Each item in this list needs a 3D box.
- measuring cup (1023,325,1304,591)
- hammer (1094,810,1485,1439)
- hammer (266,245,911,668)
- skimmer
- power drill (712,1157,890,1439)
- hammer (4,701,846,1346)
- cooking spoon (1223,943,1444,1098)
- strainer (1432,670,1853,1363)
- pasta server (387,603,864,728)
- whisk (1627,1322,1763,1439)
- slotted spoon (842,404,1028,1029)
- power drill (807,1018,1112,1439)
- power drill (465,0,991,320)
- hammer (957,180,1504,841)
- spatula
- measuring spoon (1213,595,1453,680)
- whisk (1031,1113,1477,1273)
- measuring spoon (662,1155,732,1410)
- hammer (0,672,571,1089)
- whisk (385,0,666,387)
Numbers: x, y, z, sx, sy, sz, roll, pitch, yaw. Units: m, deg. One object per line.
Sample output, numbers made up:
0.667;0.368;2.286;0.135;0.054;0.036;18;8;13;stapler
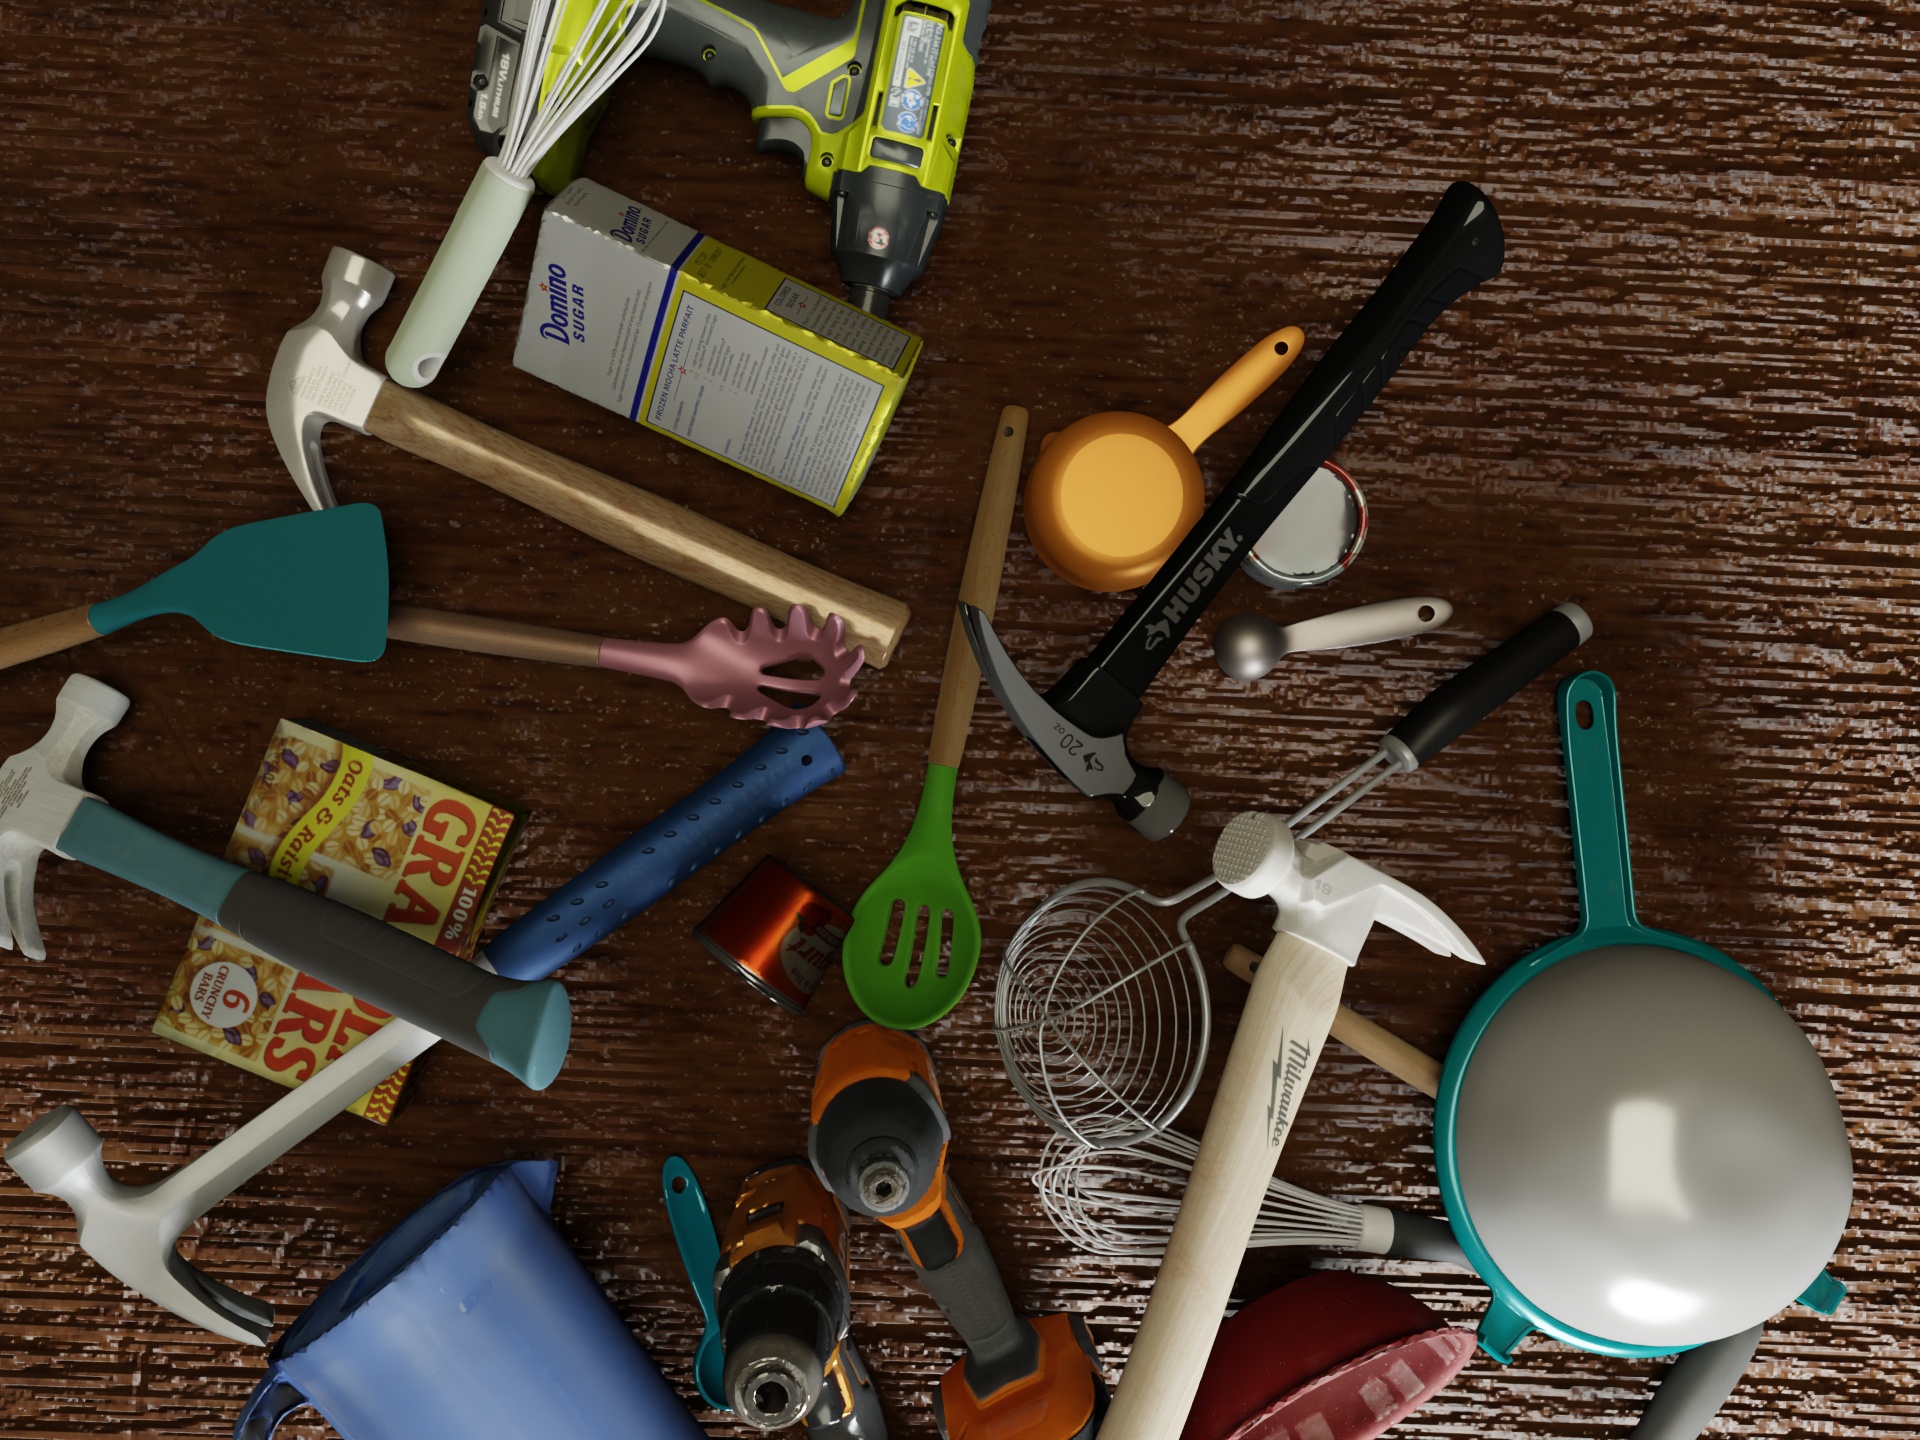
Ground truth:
0.107;-0.136;0.779;0.173;0.052;0.095;-42;92;2;measuring cup
0.107;0.254;0.697;0.146;0.038;0.411;27;80;-26;hammer
-0.182;-0.105;0.785;0.331;0.031;0.130;24;91;-2;hammer
0.171;0.067;0.791;0.363;0.090;0.127;-35;52;-11;skimmer
-0.054;0.335;0.729;0.084;0.185;0.226;-19;95;-2;power drill
-0.226;0.130;0.757;0.405;0.035;0.144;-36;107;-10;hammer
0.271;0.201;0.809;0.319;0.017;0.069;31;79;-1;cooking spoon
0.337;0.142;0.761;0.211;0.095;0.340;-5;87;-8;strainer
-0.201;-0.040;0.771;0.316;0.040;0.060;8;74;5;pasta server
0.335;0.394;0.806;0.055;0.055;0.239;37;87;-2;whisk
-0.001;-0.003;0.795;0.070;0.031;0.314;11;90;14;slotted spoon
-0.002;0.259;0.737;0.084;0.164;0.226;-26;94;-2;power drill
-0.110;-0.294;0.759;0.223;0.080;0.171;12;96;-4;power drill
0.139;-0.114;0.744;0.146;0.035;0.335;39;88;-20;hammer
-0.426;-0.037;0.764;0.317;0.044;0.082;-13;71;13;spatula
0.190;-0.046;0.801;0.124;0.018;0.034;-11;92;-2;measuring spoon
0.175;0.249;0.795;0.284;0.070;0.070;11;92;-6;whisk
-0.132;0.284;0.807;0.042;0.021;0.129;-13;82;-39;measuring spoon
-0.314;0.084;0.716;0.331;0.033;0.128;19;72;19;hammer
-0.197;-0.250;0.707;0.059;0.058;0.246;45;115;16;whisk
